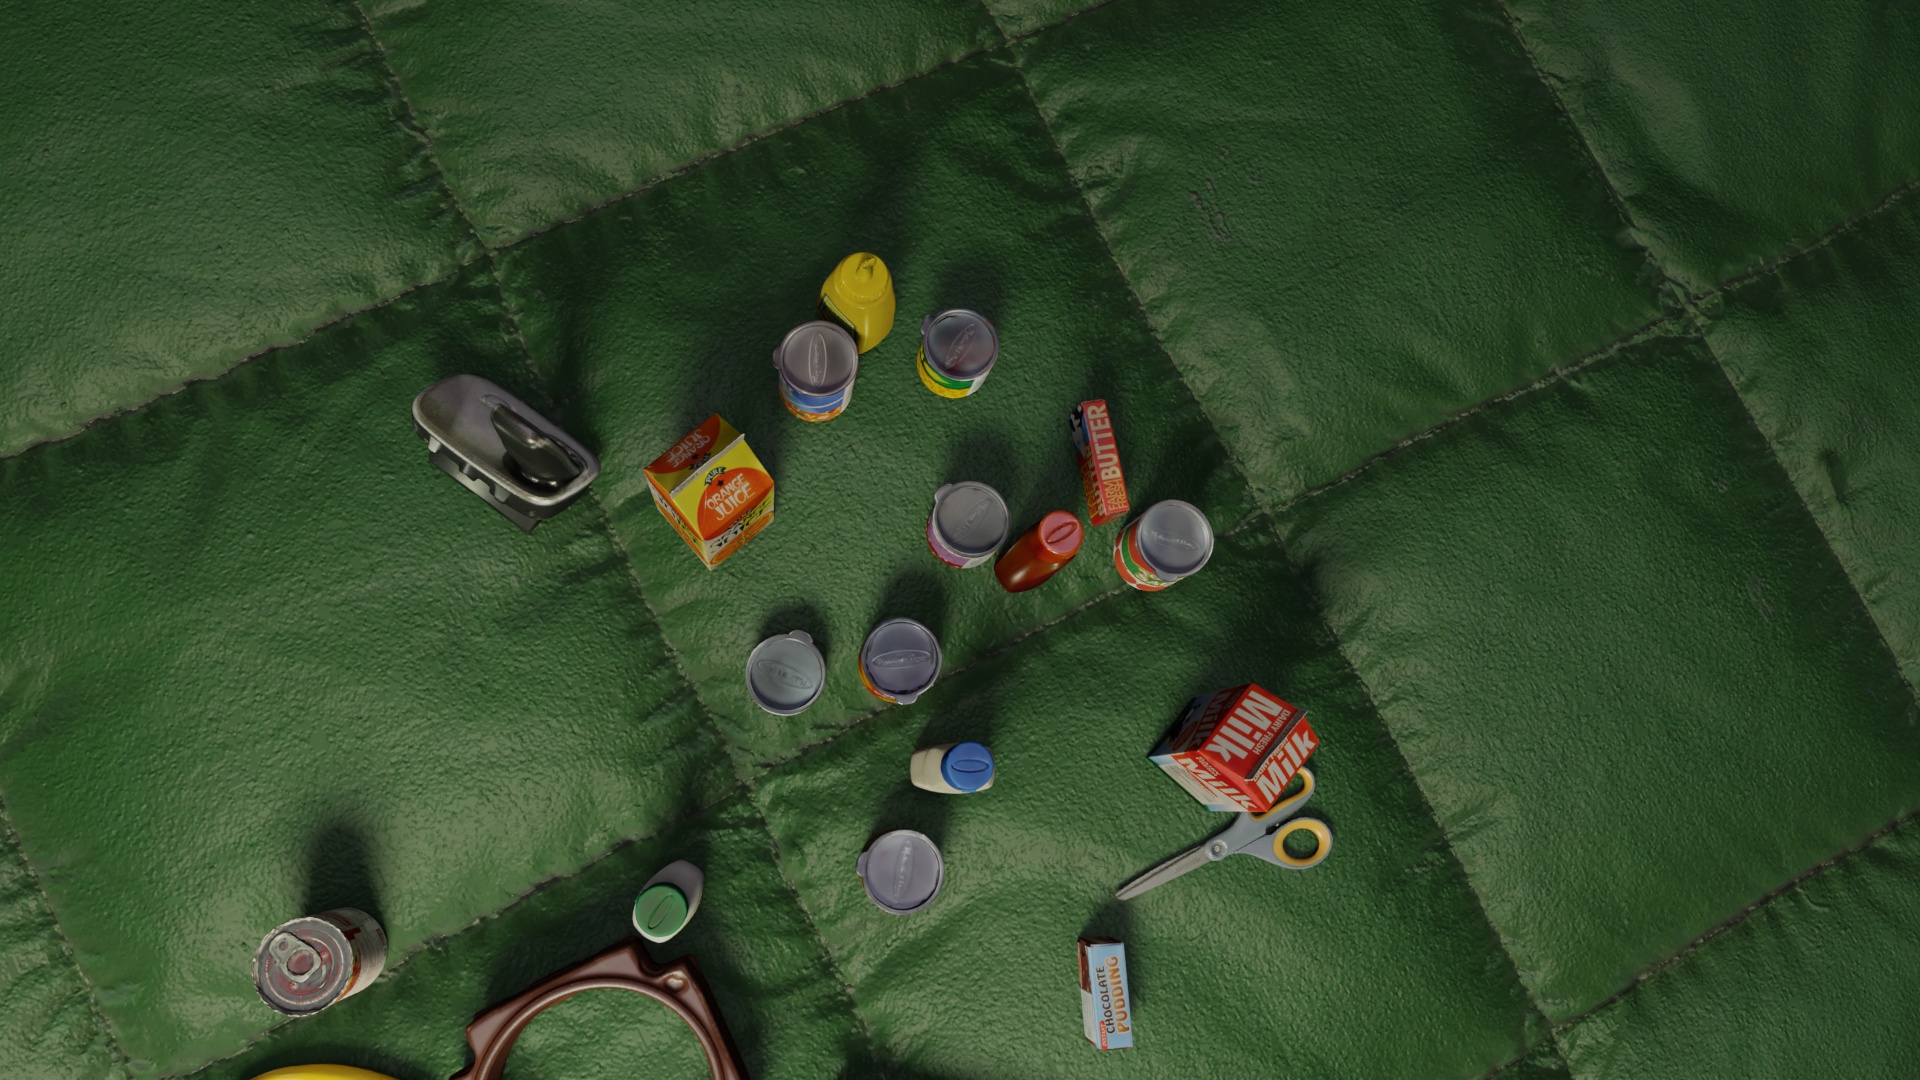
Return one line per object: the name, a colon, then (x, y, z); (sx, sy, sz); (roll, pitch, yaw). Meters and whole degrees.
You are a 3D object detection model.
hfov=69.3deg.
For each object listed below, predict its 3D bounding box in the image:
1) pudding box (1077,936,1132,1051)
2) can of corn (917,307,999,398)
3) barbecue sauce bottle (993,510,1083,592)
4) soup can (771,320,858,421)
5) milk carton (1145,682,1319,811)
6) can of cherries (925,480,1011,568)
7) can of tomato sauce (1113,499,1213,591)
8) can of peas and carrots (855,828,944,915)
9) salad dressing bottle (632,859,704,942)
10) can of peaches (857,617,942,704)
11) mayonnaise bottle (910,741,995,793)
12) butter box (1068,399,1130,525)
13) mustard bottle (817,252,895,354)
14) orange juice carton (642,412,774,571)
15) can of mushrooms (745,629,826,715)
pudding box: (0.117, 0.368, 1.133); (0.030, 0.049, 0.084); (-3, 80, -9)
can of corn: (-0.005, -0.165, 1.216); (0.071, 0.058, 0.071); (2, 79, -8)
barbecue sauce bottle: (0.069, 0.008, 1.146); (0.065, 0.148, 0.043); (-31, 85, -12)
soup can: (-0.125, -0.143, 1.182); (0.071, 0.083, 0.071); (2, 79, -8)
milk carton: (0.222, 0.168, 1.115); (0.073, 0.190, 0.072); (41, 77, 1)
can of cherries: (0.004, -0.015, 1.188); (0.071, 0.058, 0.071); (2, 79, -8)
can of tomato sauce: (0.173, 0.008, 1.195); (0.071, 0.083, 0.071); (2, 79, -8)
can of peas and carrots: (-0.052, 0.267, 1.124); (0.071, 0.058, 0.071); (2, 79, -8)
salad dressing bottle: (-0.223, 0.275, 1.053); (0.044, 0.147, 0.064); (34, 77, -1)
can of peaches: (-0.051, 0.103, 1.157); (0.071, 0.058, 0.071); (2, 79, -8)
mayonnaise bottle: (-0.002, 0.180, 1.103); (0.065, 0.147, 0.041); (1, 79, -8)
butter box: (0.121, -0.068, 1.218); (0.024, 0.053, 0.103); (-10, 81, -10)
mustard bottle: (-0.085, -0.206, 1.161); (0.049, 0.160, 0.065); (-42, 88, -13)
orange juice carton: (-0.196, -0.039, 1.095); (0.072, 0.192, 0.073); (-40, 87, -13)
can of mushrooms: (-0.144, 0.110, 1.155); (0.071, 0.033, 0.071); (2, 79, -8)
